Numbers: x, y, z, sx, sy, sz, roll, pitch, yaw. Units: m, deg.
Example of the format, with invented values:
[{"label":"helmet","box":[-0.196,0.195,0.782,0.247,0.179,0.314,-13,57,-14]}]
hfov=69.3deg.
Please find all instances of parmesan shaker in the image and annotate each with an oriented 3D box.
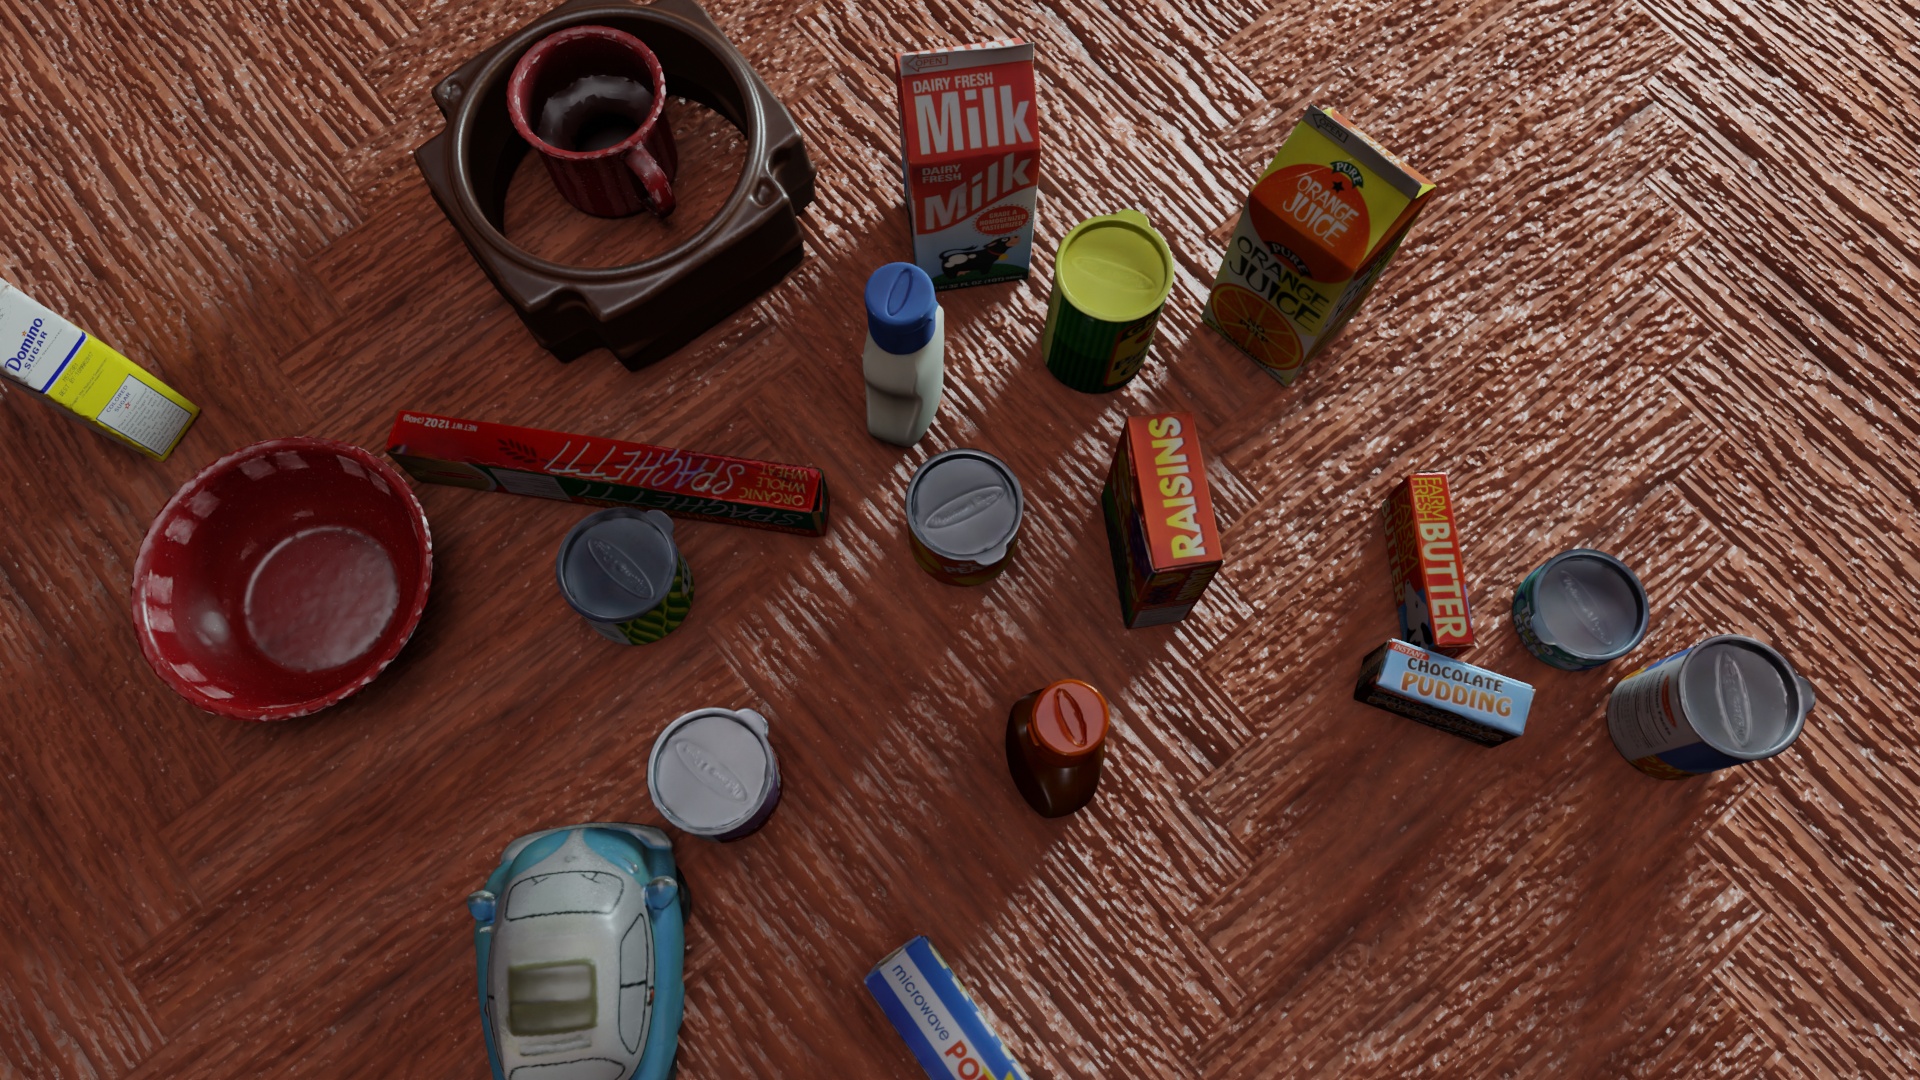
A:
[{"label":"parmesan shaker","box":[0.085,-0.138,0.813,0.071,0.102,0.071,0,73,-1]}]

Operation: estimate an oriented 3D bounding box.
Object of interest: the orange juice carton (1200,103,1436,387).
[{"label":"orange juice carton","box":[0.200,-0.168,0.778,0.072,0.192,0.073,41,77,11]}]

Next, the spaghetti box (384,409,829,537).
[{"label":"spaghetti box","box":[-0.200,-0.038,0.804,0.250,0.050,0.029,8,73,2]}]

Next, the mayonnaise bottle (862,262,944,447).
[{"label":"mayonnaise bottle","box":[-0.032,-0.105,0.777,0.041,0.147,0.065,18,73,5]}]

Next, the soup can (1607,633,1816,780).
[{"label":"soup can","box":[0.405,0.092,0.754,0.071,0.083,0.071,0,73,-1]}]

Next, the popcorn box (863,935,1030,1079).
[{"label":"popcorn box","box":[0.004,0.259,0.694,0.038,0.085,0.127,-36,76,-11]}]

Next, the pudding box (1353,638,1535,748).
[{"label":"pudding box","box":[0.268,0.085,0.772,0.084,0.049,0.030,20,73,5]}]

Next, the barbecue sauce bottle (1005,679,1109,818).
[{"label":"barbecue sauce bottle","box":[0.050,0.103,0.711,0.044,0.148,0.065,-19,74,-6]}]

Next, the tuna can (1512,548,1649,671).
[{"label":"tuna can","box":[0.353,0.042,0.796,0.071,0.032,0.071,0,72,-1]}]

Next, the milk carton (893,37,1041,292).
[{"label":"milk carton","box":[0.003,-0.220,0.792,0.072,0.190,0.073,-8,73,-3]}]

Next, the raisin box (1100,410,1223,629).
[{"label":"raisin box","box":[0.107,-0.009,0.761,0.040,0.123,0.086,-7,73,-3]}]

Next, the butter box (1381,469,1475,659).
[{"label":"butter box","box":[0.266,0.017,0.793,0.024,0.053,0.104,-2,72,-2]}]

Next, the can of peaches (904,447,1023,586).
[{"label":"can of peaches","box":[0.003,-0.010,0.794,0.071,0.058,0.071,0,72,-1]}]

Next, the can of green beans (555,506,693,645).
[{"label":"can of green beans","box":[-0.187,0.021,0.781,0.071,0.057,0.071,0,72,-1]}]

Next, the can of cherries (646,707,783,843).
[{"label":"can of cherries","box":[-0.128,0.126,0.748,0.071,0.058,0.071,0,72,-1]}]
